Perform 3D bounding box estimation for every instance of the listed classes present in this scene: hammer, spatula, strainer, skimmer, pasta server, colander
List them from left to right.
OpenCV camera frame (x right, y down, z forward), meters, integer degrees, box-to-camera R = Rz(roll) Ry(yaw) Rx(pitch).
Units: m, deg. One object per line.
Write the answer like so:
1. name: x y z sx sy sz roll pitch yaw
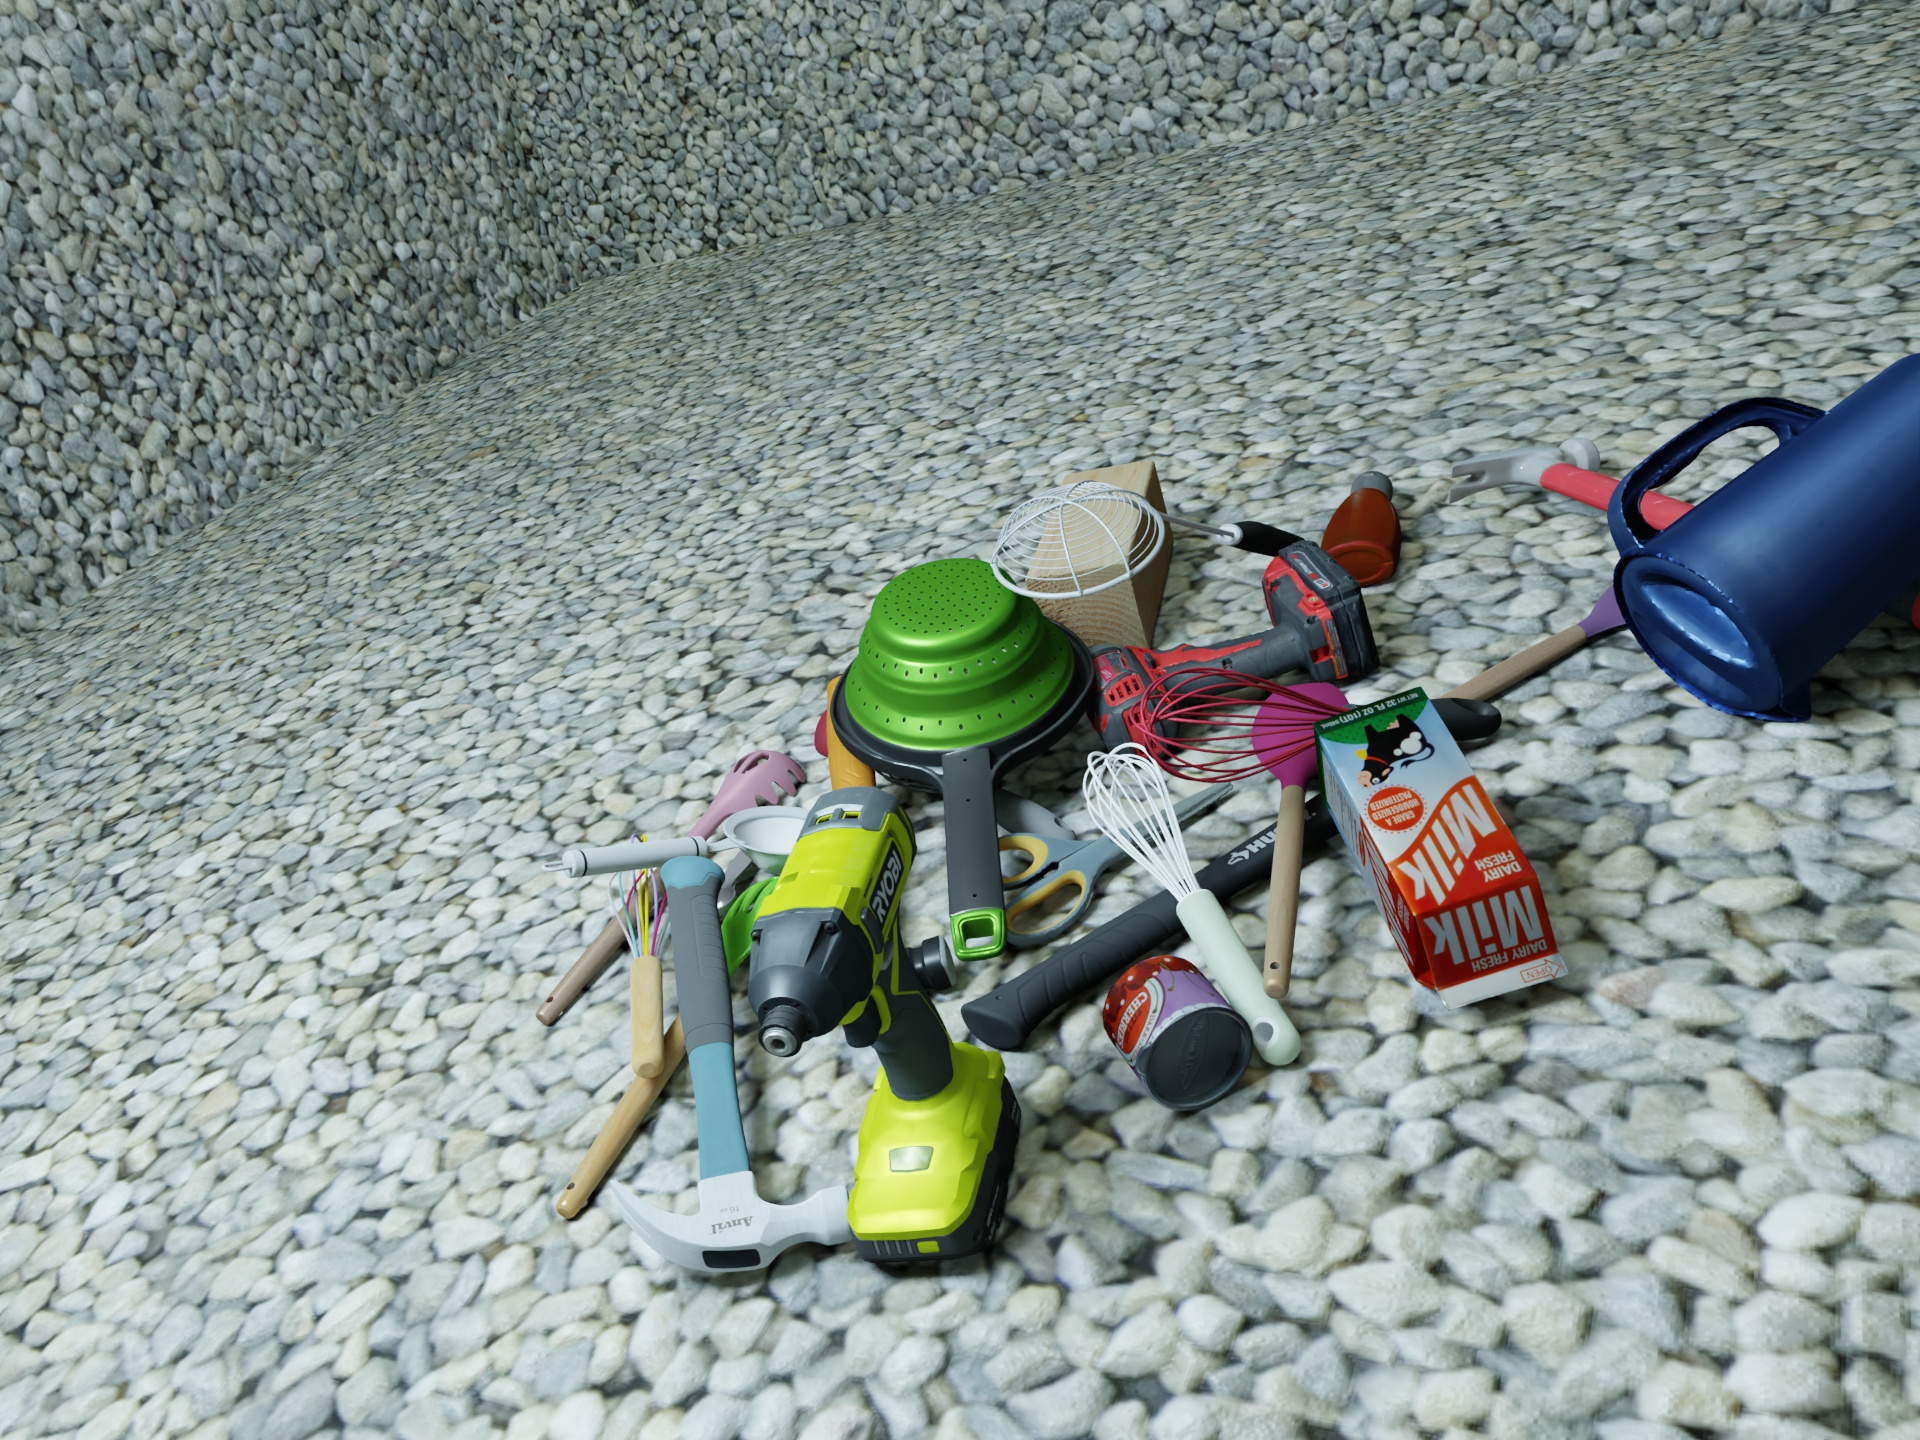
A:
1. pasta server: -0.222 0.121 1.236 0.060 0.040 0.316 2 39 34
2. strainer: -0.187 0.095 1.159 0.258 0.050 0.087 -4 21 -42
3. hammer: -0.154 0.196 0.983 0.128 0.033 0.331 -11 36 -8
4. hammer: -0.081 0.078 1.153 0.127 0.034 0.337 -16 39 6
5. colander: -0.002 -0.004 1.121 0.204 0.094 0.398 -9 39 4
6. skimmer: 0.171 -0.126 1.254 0.127 0.090 0.363 22 12 40
7. hammer: 0.147 0.109 1.015 0.335 0.035 0.146 -29 30 -16
8. spatula: 0.422 -0.052 1.140 0.316 0.018 0.060 -27 31 -16
9. hammer: 0.537 -0.141 1.179 0.143 0.038 0.387 -13 27 -21

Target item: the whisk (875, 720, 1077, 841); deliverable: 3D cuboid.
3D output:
1. whisk: 0.007 0.052 1.196 0.055 0.055 0.239 -34 36 -24

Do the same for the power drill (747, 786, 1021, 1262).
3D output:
1. power drill: -0.043 0.170 0.828 0.080 0.223 0.171 -10 30 18

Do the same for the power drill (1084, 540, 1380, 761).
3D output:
1. power drill: 0.195 -0.052 1.228 0.219 0.078 0.143 -23 28 0

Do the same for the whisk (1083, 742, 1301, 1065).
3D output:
1. whisk: 0.137 0.104 0.955 0.058 0.059 0.247 -47 46 22

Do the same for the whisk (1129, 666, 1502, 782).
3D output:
1. whisk: 0.236 0.002 1.026 0.295 0.073 0.073 -1 20 -27

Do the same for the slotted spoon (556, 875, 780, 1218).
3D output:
1. slotted spoon: -0.181 0.203 1.064 0.070 0.031 0.314 -8 32 30

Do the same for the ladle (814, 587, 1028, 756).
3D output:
1. ladle: -0.009 -0.062 1.420 0.315 0.031 0.069 -35 32 -29

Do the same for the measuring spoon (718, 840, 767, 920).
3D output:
1. measuring spoon: -0.168 0.119 1.219 0.034 0.018 0.124 -10 23 22

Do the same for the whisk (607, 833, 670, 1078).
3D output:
1. whisk: -0.217 0.161 1.105 0.047 0.051 0.245 -50 28 18

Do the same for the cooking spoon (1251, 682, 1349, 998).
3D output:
1. cooking spoon: 0.209 0.061 1.004 0.069 0.017 0.319 -6 32 19

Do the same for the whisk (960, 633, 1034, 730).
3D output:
1. whisk: 0.043 -0.041 1.325 0.070 0.070 0.285 -11 24 15
